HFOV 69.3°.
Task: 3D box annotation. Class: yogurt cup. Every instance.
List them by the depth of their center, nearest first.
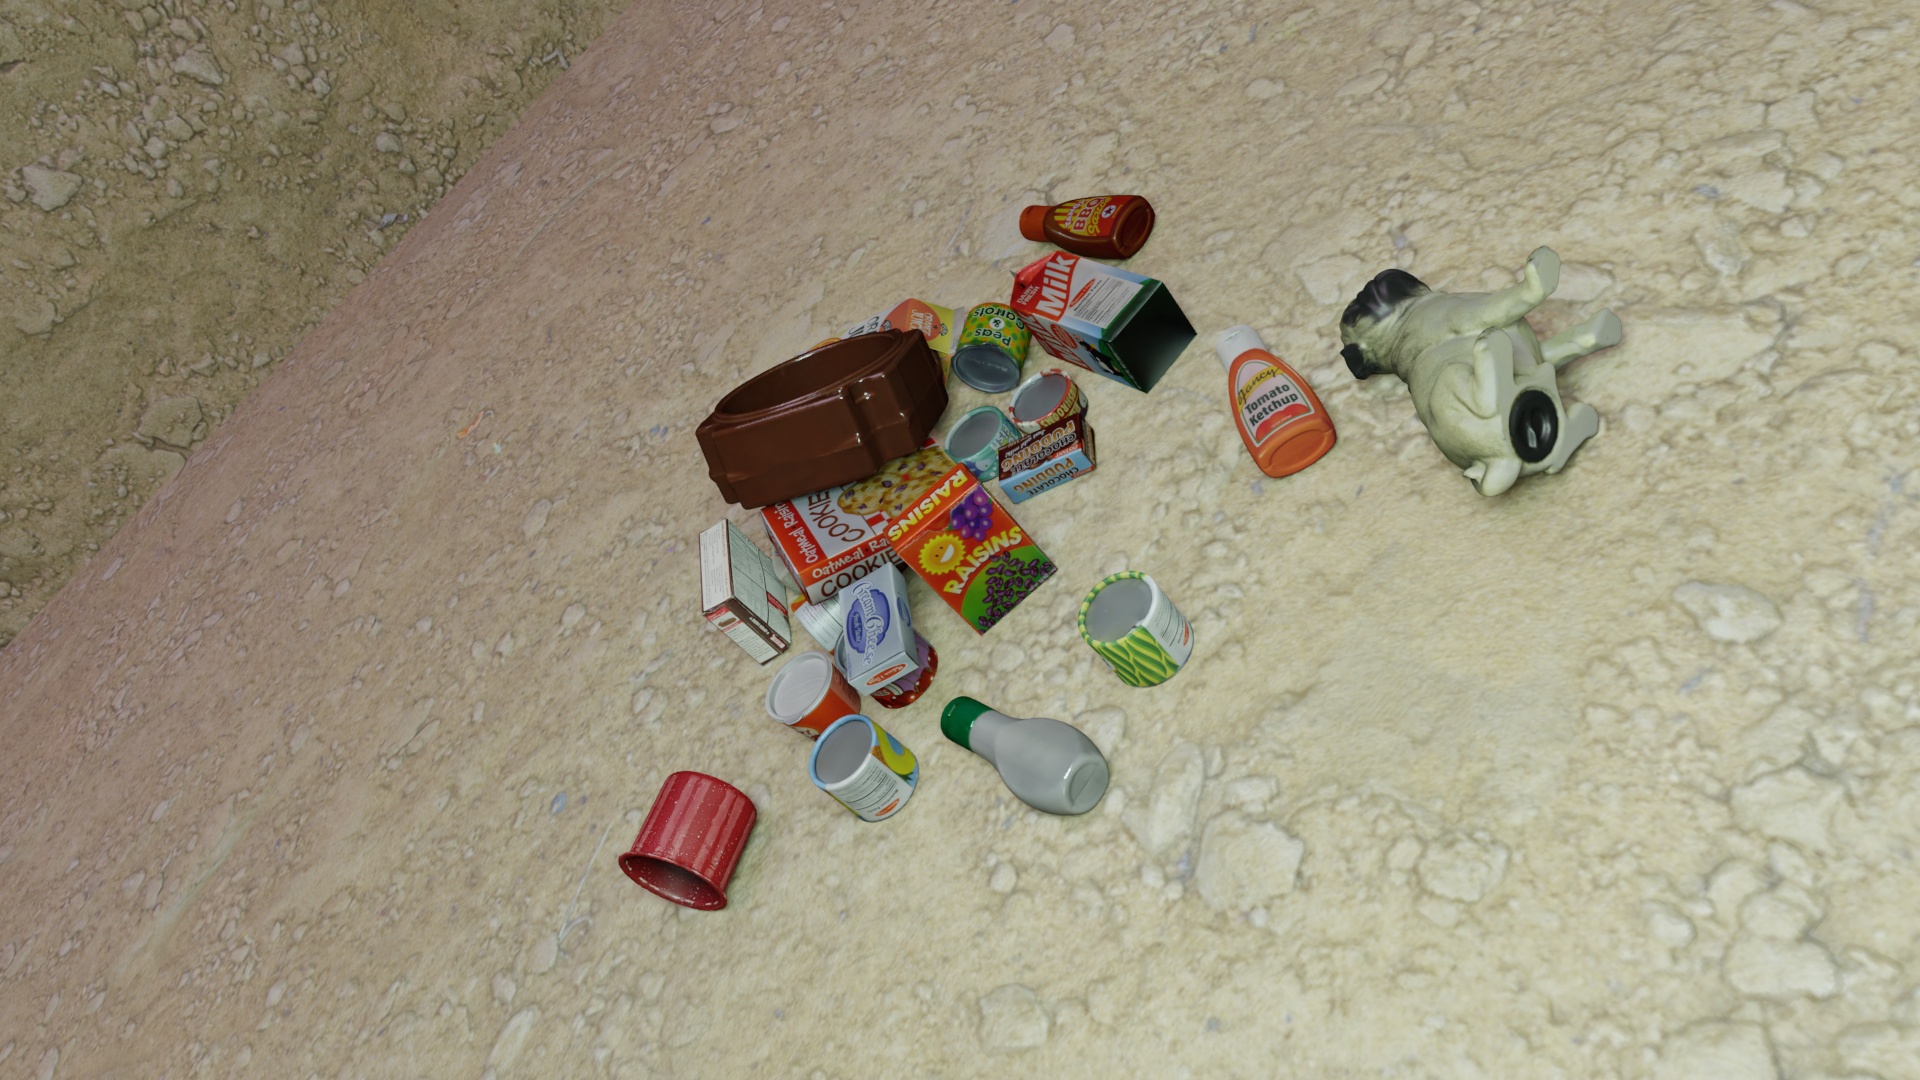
[{"bbox_3d":[-0.120,0.134,1.160,0.072,0.054,0.073,-24,42,23],"label":"yogurt cup"}]

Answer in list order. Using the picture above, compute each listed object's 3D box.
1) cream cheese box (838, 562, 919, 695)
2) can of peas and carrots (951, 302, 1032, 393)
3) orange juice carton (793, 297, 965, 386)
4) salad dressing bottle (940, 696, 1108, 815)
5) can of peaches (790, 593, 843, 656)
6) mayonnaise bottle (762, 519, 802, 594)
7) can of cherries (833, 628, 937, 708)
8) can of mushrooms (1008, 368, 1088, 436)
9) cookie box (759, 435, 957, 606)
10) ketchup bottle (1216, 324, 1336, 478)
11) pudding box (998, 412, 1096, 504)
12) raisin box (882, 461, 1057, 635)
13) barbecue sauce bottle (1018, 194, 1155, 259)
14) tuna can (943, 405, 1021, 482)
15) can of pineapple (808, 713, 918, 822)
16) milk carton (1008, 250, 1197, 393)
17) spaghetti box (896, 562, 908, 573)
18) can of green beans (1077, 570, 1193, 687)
[{"bbox_3d":[-0.066,0.069,1.101,0.053,0.024,0.104,-29,40,15],"label":"cream cheese box"},{"bbox_3d":[0.031,-0.183,1.309,0.071,0.070,0.059,-10,48,35],"label":"can of peas and carrots"},{"bbox_3d":[-0.077,-0.177,1.395,0.192,0.073,0.072,-21,40,25],"label":"orange juice carton"},{"bbox_3d":[0.043,0.152,1.010,0.148,0.044,0.064,20,72,50],"label":"salad dressing bottle"},{"bbox_3d":[-0.105,0.061,1.208,0.058,0.071,0.071,-43,38,1],"label":"can of peaches"},{"bbox_3d":[-0.161,-0.013,1.342,0.064,0.041,0.149,-40,39,8],"label":"mayonnaise bottle"},{"bbox_3d":[-0.062,0.098,1.139,0.071,0.058,0.072,-23,43,23],"label":"can of cherries"},{"bbox_3d":[0.079,-0.118,1.236,0.071,0.033,0.071,-24,41,23],"label":"can of mushrooms"},{"bbox_3d":[-0.077,-0.021,1.194,0.168,0.040,0.123,-26,34,-10],"label":"cookie box"},{"bbox_3d":[0.239,-0.114,1.084,0.064,0.043,0.149,-32,39,15],"label":"ketchup bottle"},{"bbox_3d":[0.074,-0.070,1.198,0.083,0.030,0.050,-23,43,25],"label":"pudding box"},{"bbox_3d":[0.008,0.008,1.108,0.086,0.123,0.040,-40,38,4],"label":"raisin box"},{"bbox_3d":[0.120,-0.311,1.371,0.148,0.043,0.065,17,69,49],"label":"barbecue sauce bottle"},{"bbox_3d":[0.021,-0.088,1.258,0.071,0.032,0.071,-24,42,24],"label":"tuna can"},{"bbox_3d":[-0.076,0.175,1.079,0.071,0.057,0.071,-24,42,24],"label":"can of pineapple"},{"bbox_3d":[0.114,-0.204,1.253,0.073,0.072,0.191,-49,39,-7],"label":"milk carton"},{"bbox_3d":[-0.120,-0.038,1.323,0.029,0.050,0.251,-43,38,-2],"label":"spaghetti box"},{"bbox_3d":[0.126,0.064,1.005,0.071,0.057,0.071,-24,42,24],"label":"can of green beans"}]
